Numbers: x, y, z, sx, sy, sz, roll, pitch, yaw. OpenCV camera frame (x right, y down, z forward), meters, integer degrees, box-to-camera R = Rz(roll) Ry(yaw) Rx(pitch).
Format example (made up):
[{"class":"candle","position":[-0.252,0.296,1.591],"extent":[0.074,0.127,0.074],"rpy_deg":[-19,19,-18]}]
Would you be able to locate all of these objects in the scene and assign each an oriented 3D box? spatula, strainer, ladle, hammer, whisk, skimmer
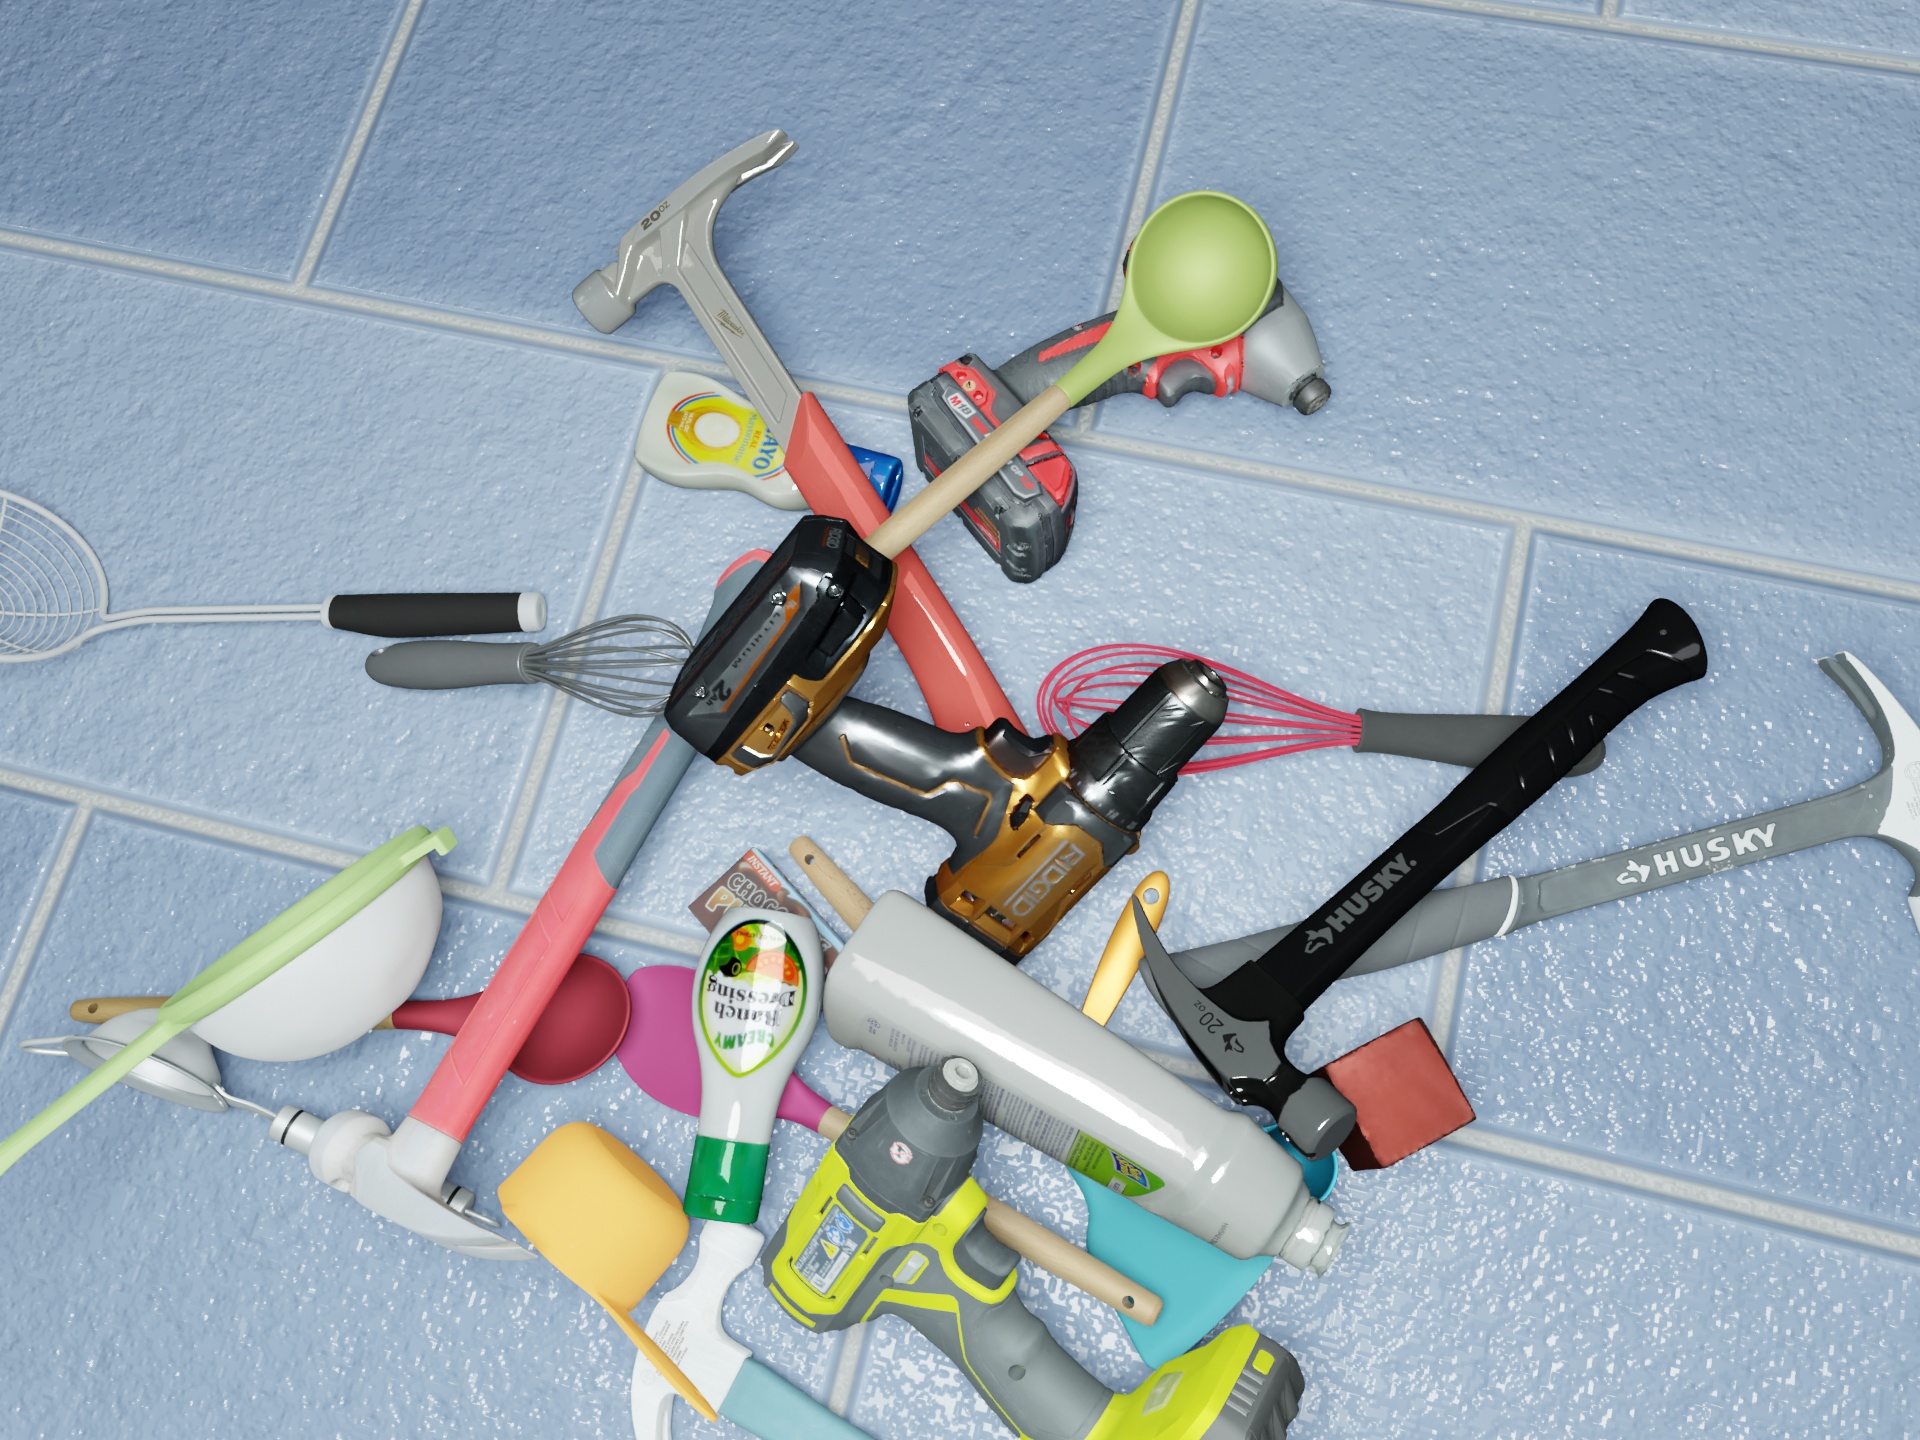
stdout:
[{"class":"spatula","position":[0.017,0.170,0.794],"extent":[0.082,0.044,0.318],"rpy_deg":[-44,73,-3]},{"class":"strainer","position":[-0.350,0.201,0.812],"extent":[0.258,0.086,0.050],"rpy_deg":[25,58,2]},{"class":"ladle","position":[-0.322,0.156,0.839],"extent":[0.315,0.031,0.069],"rpy_deg":[0,64,7]},{"class":"hammer","position":[0.233,0.050,0.764],"extent":[0.335,0.035,0.146],"rpy_deg":[-39,51,-13]},{"class":"hammer","position":[-0.172,0.074,0.802],"extent":[0.143,0.038,0.386],"rpy_deg":[9,61,37]},{"class":"hammer","position":[-0.060,-0.131,0.853],"extent":[0.149,0.036,0.359],"rpy_deg":[-34,85,14]},{"class":"hammer","position":[-0.008,0.369,0.740],"extent":[0.331,0.033,0.128],"rpy_deg":[27,76,12]},{"class":"ladle","position":[0.033,-0.152,0.804],"extent":[0.320,0.062,0.078],"rpy_deg":[-41,83,-9]},{"class":"strainer","position":[-0.341,0.152,0.755],"extent":[0.256,0.151,0.069],"rpy_deg":[-43,105,-33]},{"class":"whisk","position":[-0.231,-0.028,0.847],"extent":[0.239,0.055,0.055],"rpy_deg":[1,72,28]},{"class":"hammer","position":[0.290,0.082,0.793],"extent":[0.409,0.036,0.149],"rpy_deg":[-15,82,3]},{"class":"whisk","position":[0.187,0.003,0.825],"extent":[0.296,0.073,0.073],"rpy_deg":[5,74,0]},{"class":"skimmer","position":[-0.419,-0.083,0.888],"extent":[0.363,0.090,0.127],"rpy_deg":[0,42,3]}]

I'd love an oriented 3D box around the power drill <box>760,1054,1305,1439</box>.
[{"class":"power drill","position":[0.029,0.259,0.697],"extent":[0.223,0.080,0.171],"rpy_deg":[38,125,12]}]

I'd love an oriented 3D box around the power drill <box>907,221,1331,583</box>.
[{"class":"power drill","position":[0.091,-0.181,0.881],"extent":[0.219,0.078,0.143],"rpy_deg":[-36,74,-9]}]

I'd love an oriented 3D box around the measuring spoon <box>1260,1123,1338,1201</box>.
[{"class":"measuring spoon","position":[0.126,0.202,0.792],"extent":[0.129,0.021,0.042],"rpy_deg":[23,77,21]}]

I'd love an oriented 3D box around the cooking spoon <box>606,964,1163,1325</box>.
[{"class":"cooking spoon","position":[-0.045,0.209,0.781],"extent":[0.319,0.017,0.069],"rpy_deg":[25,85,21]}]

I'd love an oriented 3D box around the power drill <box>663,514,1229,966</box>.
[{"class":"power drill","position":[-0.001,-0.002,0.759],"extent":[0.226,0.084,0.185],"rpy_deg":[37,111,-16]}]

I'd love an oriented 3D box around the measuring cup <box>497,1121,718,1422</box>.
[{"class":"measuring cup","position":[-0.146,0.250,0.740],"extent":[0.174,0.095,0.052],"rpy_deg":[29,73,43]}]

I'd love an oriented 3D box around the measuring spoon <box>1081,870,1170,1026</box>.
[{"class":"measuring spoon","position":[0.079,0.129,0.817],"extent":[0.021,0.011,0.117],"rpy_deg":[25,77,12]}]
